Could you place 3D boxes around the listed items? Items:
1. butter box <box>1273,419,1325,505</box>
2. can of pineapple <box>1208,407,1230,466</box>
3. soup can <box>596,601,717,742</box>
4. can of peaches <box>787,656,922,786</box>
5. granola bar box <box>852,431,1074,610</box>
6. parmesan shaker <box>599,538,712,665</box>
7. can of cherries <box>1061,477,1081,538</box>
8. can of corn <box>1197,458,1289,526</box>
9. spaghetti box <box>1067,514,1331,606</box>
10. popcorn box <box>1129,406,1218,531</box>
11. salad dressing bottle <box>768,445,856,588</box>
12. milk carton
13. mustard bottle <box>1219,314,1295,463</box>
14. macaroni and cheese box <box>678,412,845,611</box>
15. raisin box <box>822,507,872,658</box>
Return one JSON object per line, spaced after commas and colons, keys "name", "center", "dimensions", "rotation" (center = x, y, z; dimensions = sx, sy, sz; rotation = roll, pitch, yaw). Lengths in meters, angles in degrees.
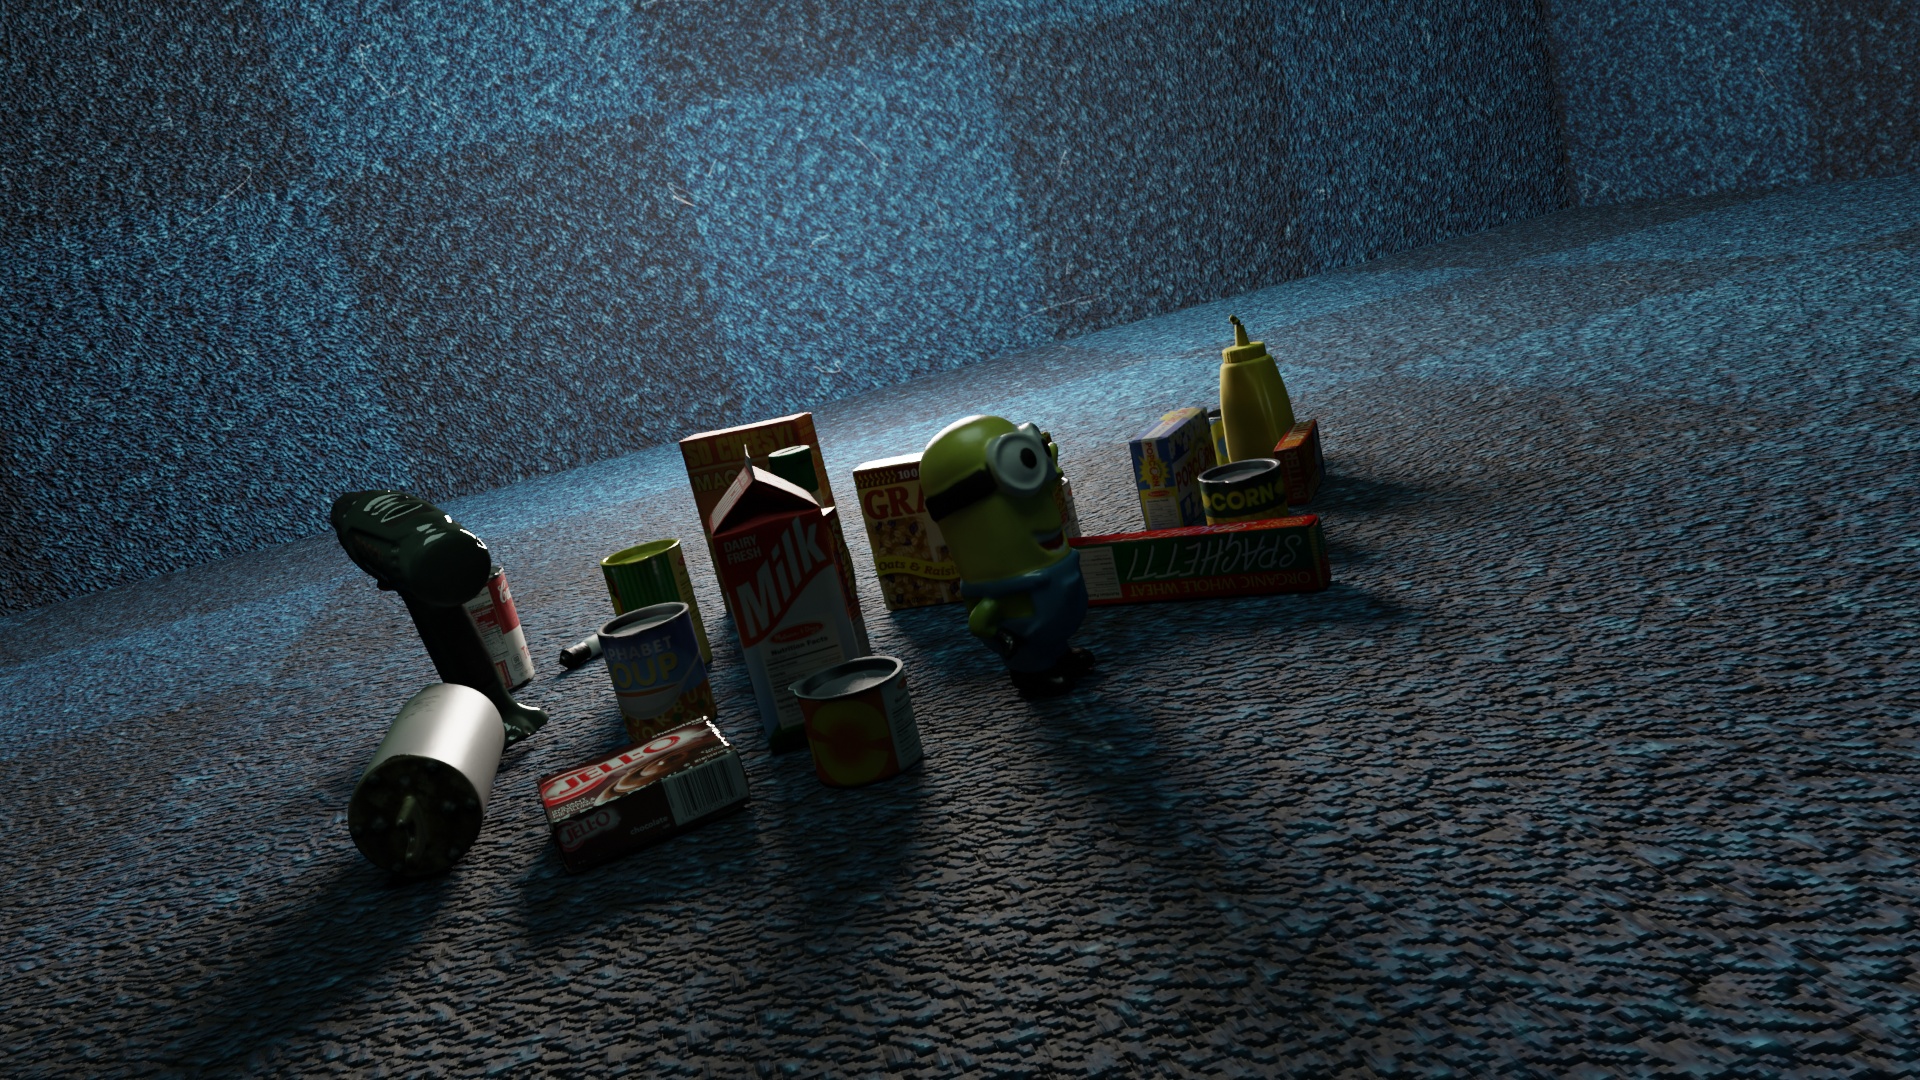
{"name": "butter box", "center": [0.302, -0.070, 1.233], "dimensions": [0.024, 0.053, 0.104], "rotation": [-8, 14, 25]}
{"name": "can of pineapple", "center": [0.279, -0.104, 1.394], "dimensions": [0.071, 0.057, 0.071], "rotation": [-13, 12, 3]}
{"name": "soup can", "center": [-0.216, 0.095, 0.986], "dimensions": [0.071, 0.083, 0.071], "rotation": [-13, 12, 3]}
{"name": "can of peaches", "center": [-0.062, 0.108, 0.829], "dimensions": [0.071, 0.058, 0.071], "rotation": [-13, 12, 3]}
{"name": "granola bar box", "center": [0.004, -0.014, 1.139], "dimensions": [0.165, 0.124, 0.039], "rotation": [-9, 13, 21]}
{"name": "parmesan shaker", "center": [-0.249, 0.058, 1.136], "dimensions": [0.071, 0.103, 0.071], "rotation": [-13, 12, 3]}
{"name": "can of cherries", "center": [0.069, -0.020, 1.248], "dimensions": [0.071, 0.058, 0.071], "rotation": [-13, 12, 3]}
{"name": "can of corn", "center": [0.229, -0.029, 1.119], "dimensions": [0.071, 0.058, 0.071], "rotation": [-13, 12, 3]}
{"name": "spaghetti box", "center": [0.145, 0.019, 1.020], "dimensions": [0.250, 0.050, 0.029], "rotation": [-6, 14, 30]}
{"name": "popcorn box", "center": [0.195, -0.066, 1.253], "dimensions": [0.038, 0.085, 0.127], "rotation": [-7, 14, 28]}
{"name": "salad dressing bottle", "center": [-0.129, -0.006, 1.188], "dimensions": [0.044, 0.147, 0.064], "rotation": [-2, 17, 44]}
{"name": "milk carton", "center": [-0.115, 0.033, 0.907], "dimensions": [0.073, 0.190, 0.072], "rotation": [-16, 12, -9]}
{"name": "mustard bottle", "center": [0.274, -0.133, 1.292], "dimensions": [0.065, 0.160, 0.049], "rotation": [-1, 18, 46]}
{"name": "macaroni and cheese box", "center": [-0.178, -0.026, 1.280], "dimensions": [0.123, 0.166, 0.040], "rotation": [-9, 13, 20]}
{"name": "raisin box", "center": [-0.120, 0.044, 1.015], "dimensions": [0.086, 0.123, 0.040], "rotation": [-9, 13, 21]}
